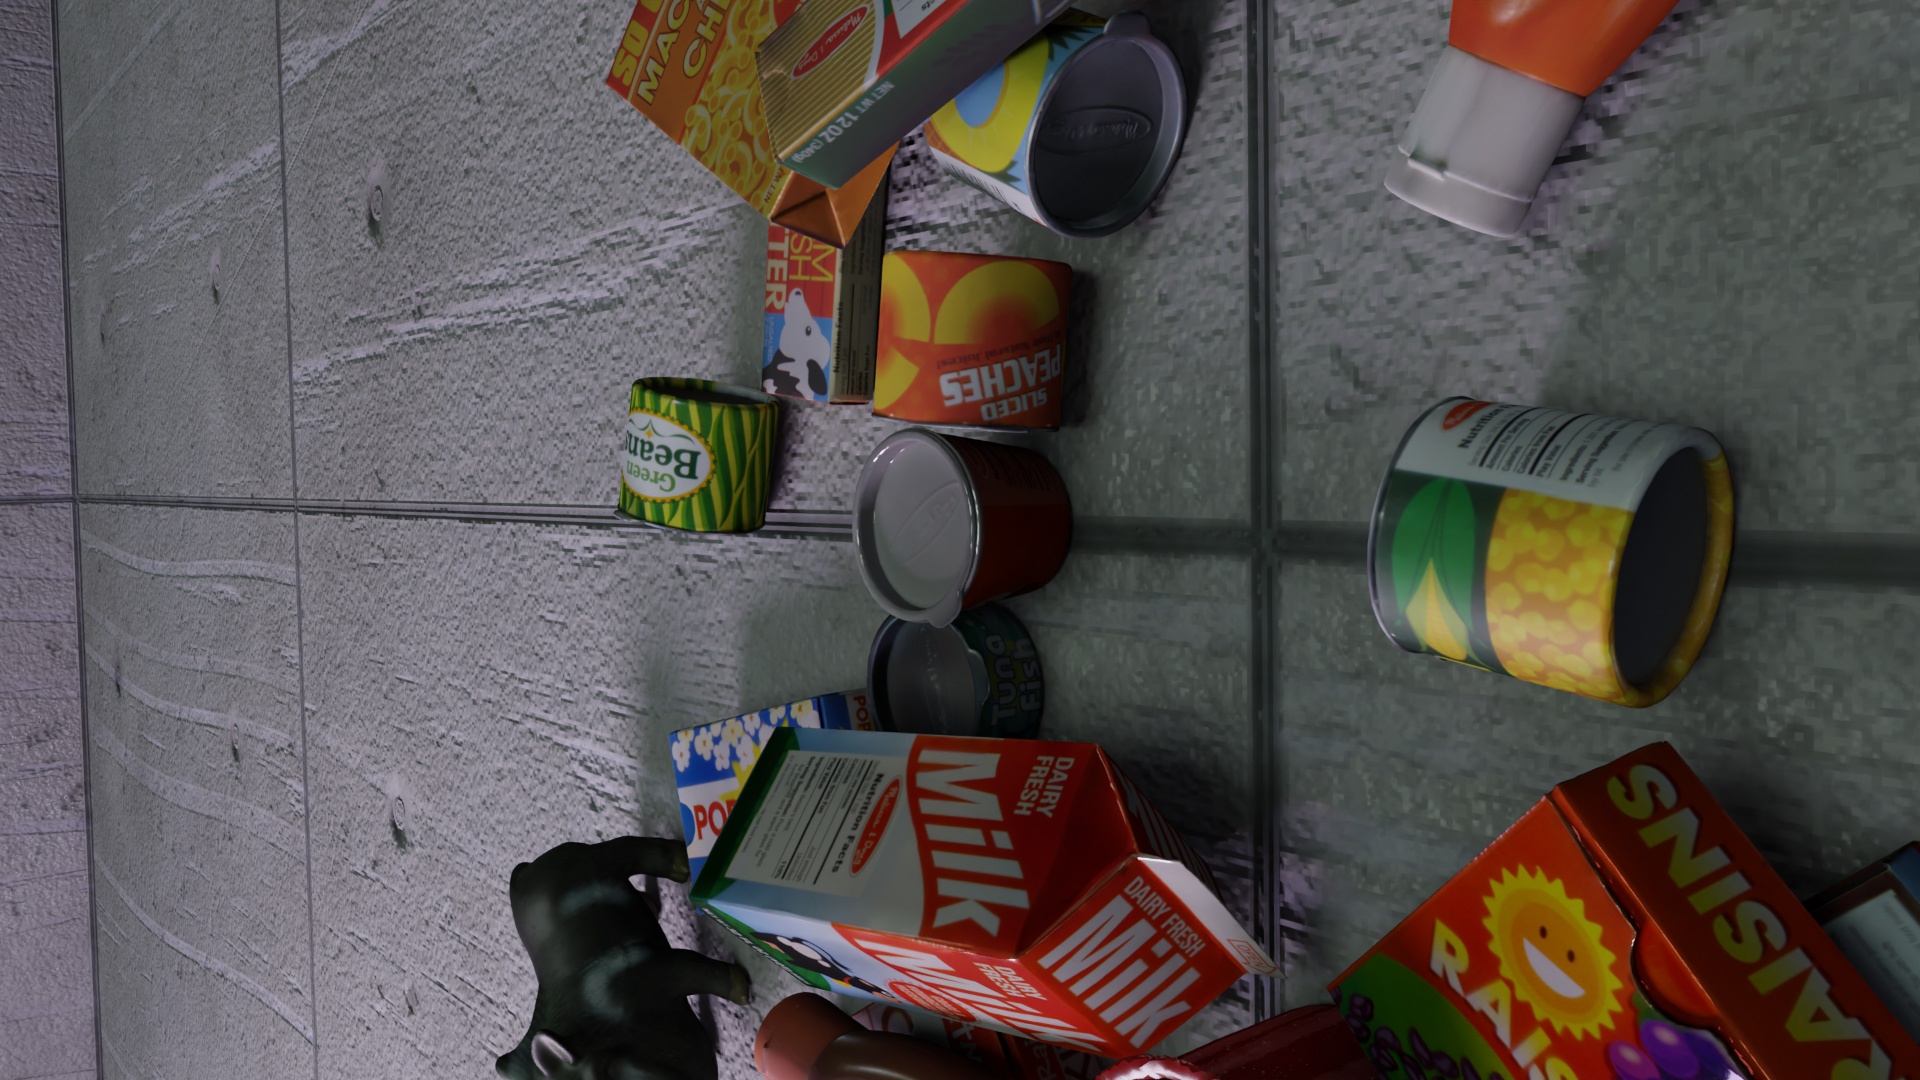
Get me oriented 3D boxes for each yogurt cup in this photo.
[{"bbox_3d":[0.002,-0.006,0.496,0.072,0.054,0.072,4,95,48],"label":"yogurt cup"}]

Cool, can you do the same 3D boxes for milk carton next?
[{"bbox_3d":[0.007,0.113,0.454,0.190,0.072,0.074,-5,48,42],"label":"milk carton"}]

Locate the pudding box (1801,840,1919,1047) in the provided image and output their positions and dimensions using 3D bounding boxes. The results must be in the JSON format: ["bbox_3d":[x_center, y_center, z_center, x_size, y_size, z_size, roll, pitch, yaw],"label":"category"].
[{"bbox_3d":[0.206,0.112,0.290,0.049,0.030,0.084,-52,56,36],"label":"pudding box"}]

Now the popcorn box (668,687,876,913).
[{"bbox_3d":[-0.075,0.115,0.603,0.126,0.038,0.085,-19,79,47],"label":"popcorn box"}]

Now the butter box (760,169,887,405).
[{"bbox_3d":[-0.058,-0.110,0.580,0.053,0.024,0.103,13,103,47],"label":"butter box"}]

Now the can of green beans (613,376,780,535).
[{"bbox_3d":[-0.116,-0.039,0.620,0.071,0.071,0.057,23,110,45],"label":"can of green beans"}]

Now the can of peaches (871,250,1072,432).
[{"bbox_3d":[0.005,-0.069,0.479,0.071,0.071,0.058,13,101,48],"label":"can of peaches"}]

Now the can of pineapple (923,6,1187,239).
[{"bbox_3d":[0.031,-0.139,0.447,0.058,0.071,0.070,38,120,41],"label":"can of pineapple"}]

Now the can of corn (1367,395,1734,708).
[{"bbox_3d":[0.141,0.004,0.331,0.058,0.071,0.071,15,104,47],"label":"can of corn"}]

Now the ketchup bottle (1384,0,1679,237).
[{"bbox_3d":[0.150,-0.147,0.328,0.065,0.043,0.148,44,124,39],"label":"ketchup bottle"}]

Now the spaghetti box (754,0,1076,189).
[{"bbox_3d":[0.035,-0.187,0.389,0.249,0.029,0.050,-29,61,33],"label":"spaghetti box"}]

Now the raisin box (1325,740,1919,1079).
[{"bbox_3d":[0.144,0.114,0.322,0.086,0.040,0.122,61,153,28],"label":"raisin box"}]

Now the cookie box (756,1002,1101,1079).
[{"bbox_3d":[-0.007,0.236,0.531,0.166,0.040,0.123,-44,61,40],"label":"cookie box"}]

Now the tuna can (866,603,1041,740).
[{"bbox_3d":[-0.001,0.055,0.520,0.071,0.033,0.071,5,96,48],"label":"tuna can"}]

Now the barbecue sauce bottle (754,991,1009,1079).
[{"bbox_3d":[-0.018,0.201,0.477,0.148,0.044,0.064,12,101,49],"label":"barbecue sauce bottle"}]

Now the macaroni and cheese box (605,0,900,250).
[{"bbox_3d":[-0.073,-0.208,0.556,0.167,0.040,0.123,44,111,41],"label":"macaroni and cheese box"}]
